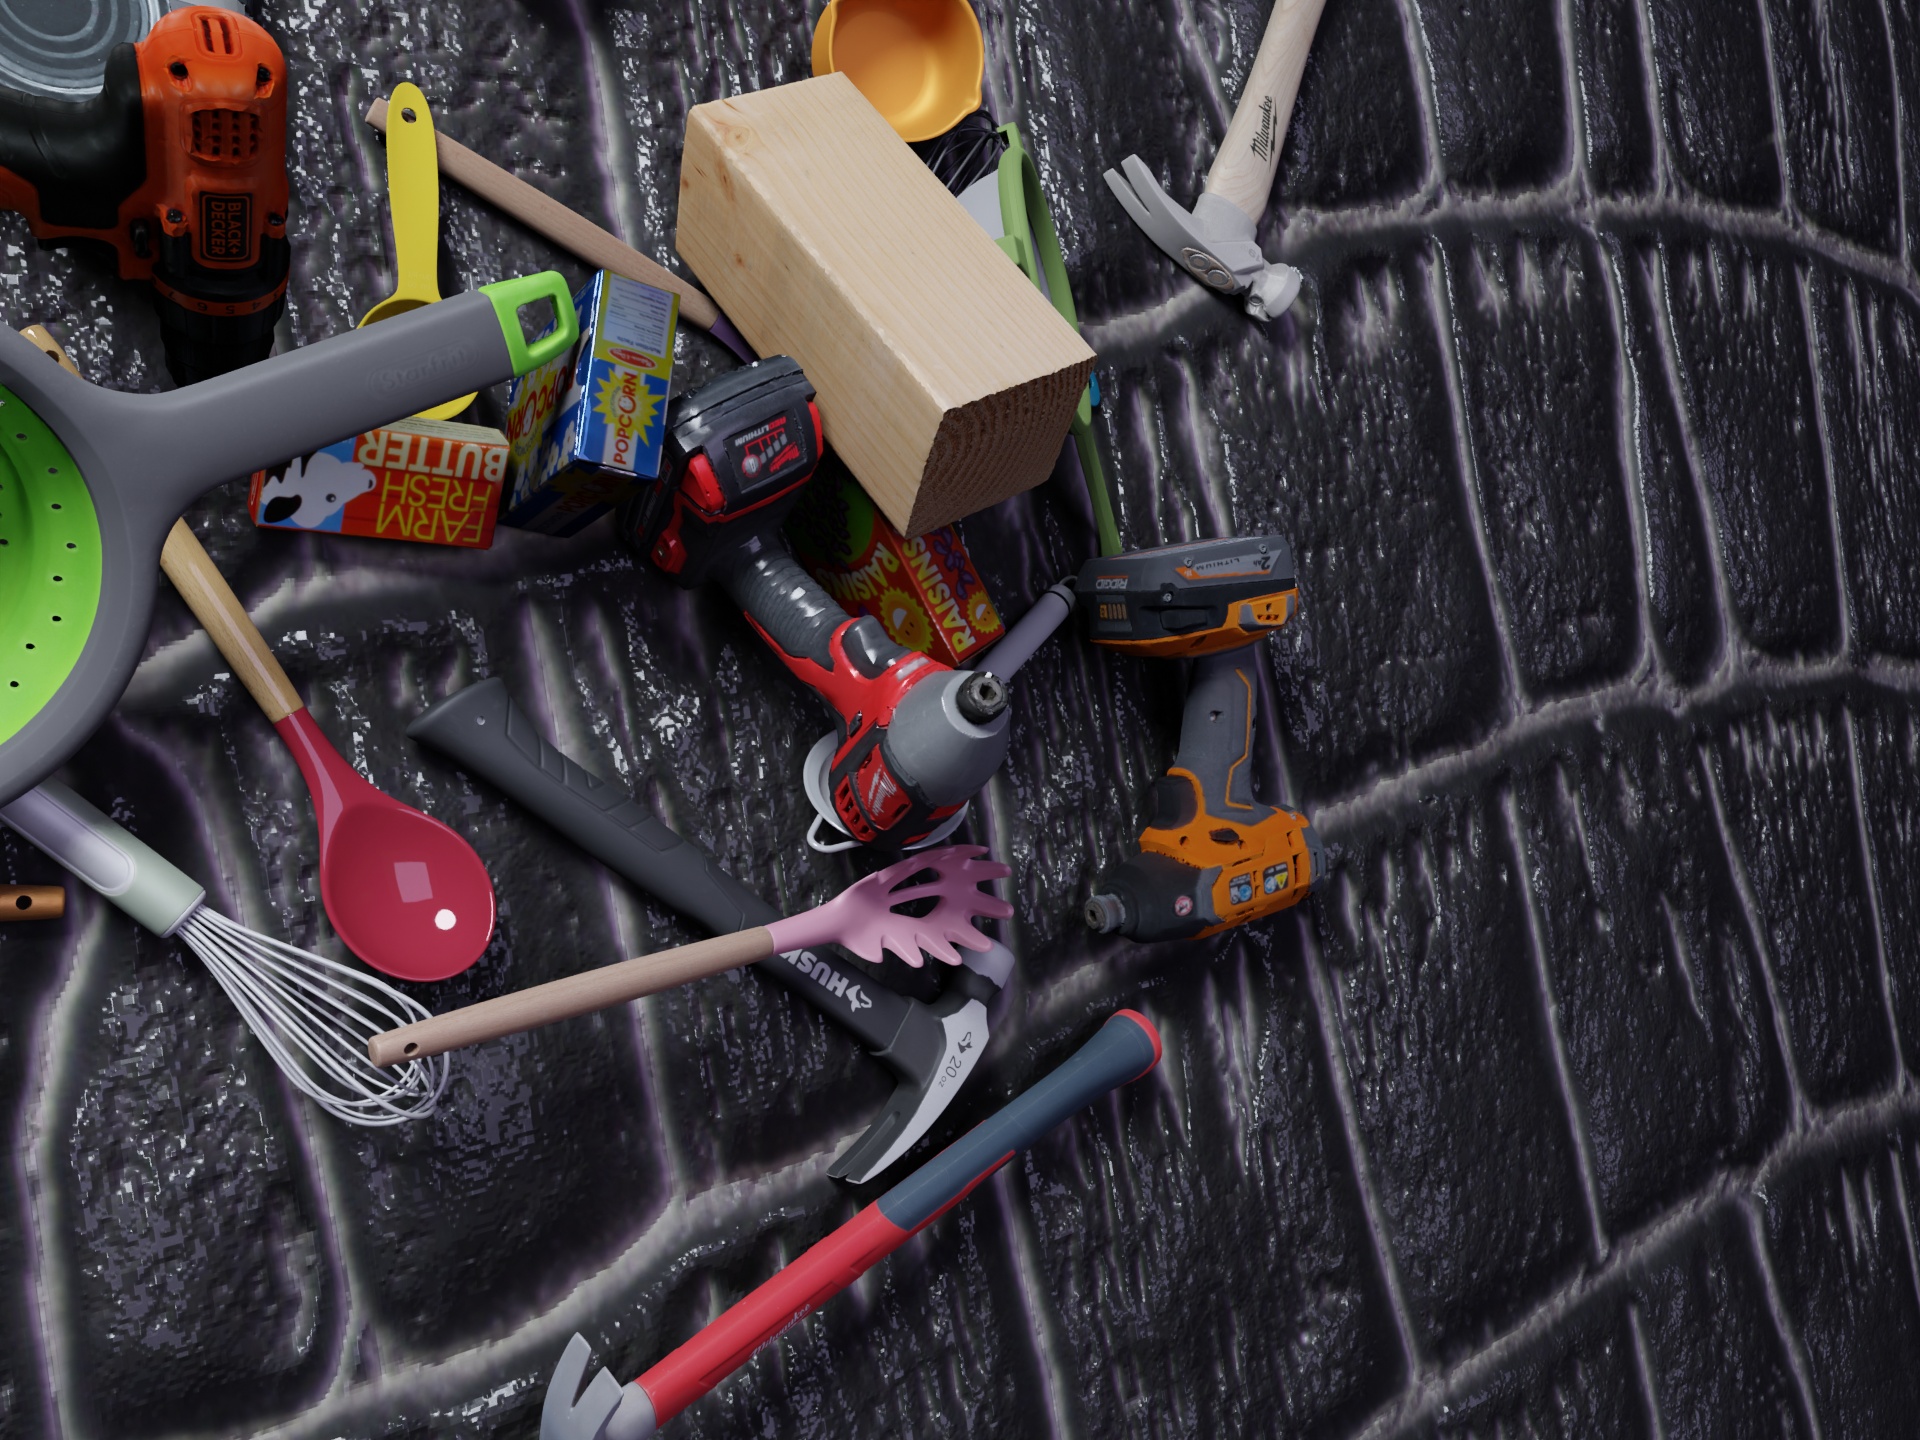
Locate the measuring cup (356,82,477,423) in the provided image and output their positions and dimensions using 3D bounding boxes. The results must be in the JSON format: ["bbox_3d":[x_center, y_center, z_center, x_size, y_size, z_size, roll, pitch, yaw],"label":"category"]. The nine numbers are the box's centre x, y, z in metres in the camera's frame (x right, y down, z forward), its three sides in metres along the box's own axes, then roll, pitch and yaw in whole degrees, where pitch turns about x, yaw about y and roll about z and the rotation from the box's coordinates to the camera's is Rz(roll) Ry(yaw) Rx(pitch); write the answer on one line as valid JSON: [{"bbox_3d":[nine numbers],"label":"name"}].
[{"bbox_3d":[-0.251,-0.209,0.723,0.062,0.029,0.156,-1,85,-33],"label":"measuring cup"}]

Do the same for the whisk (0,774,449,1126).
[{"bbox_3d":[-0.309,0.084,0.644,0.058,0.059,0.246,-46,108,1],"label":"whisk"}]

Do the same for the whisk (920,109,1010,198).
[{"bbox_3d":[-0.035,-0.247,0.857,0.055,0.055,0.239,44,62,-22],"label":"whisk"}]

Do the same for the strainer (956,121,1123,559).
[{"bbox_3d":[0.034,-0.180,0.871,0.152,0.069,0.256,-88,163,-47],"label":"strainer"}]

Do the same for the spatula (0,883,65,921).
[{"bbox_3d":[-0.482,0.062,0.531,0.322,0.041,0.081,4,82,-34],"label":"spatula"}]

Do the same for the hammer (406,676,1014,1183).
[{"bbox_3d":[-0.121,0.093,0.773,0.334,0.035,0.146,40,64,-24],"label":"hammer"}]

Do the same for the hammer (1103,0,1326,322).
[{"bbox_3d":[0.216,-0.469,1.063,0.146,0.038,0.411,31,68,-26],"label":"hammer"}]

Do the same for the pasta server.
[{"bbox_3d":[-0.108,0.109,0.728,0.316,0.040,0.060,-11,103,-37],"label":"pasta server"}]

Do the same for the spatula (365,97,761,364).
[{"bbox_3d":[-0.146,-0.218,0.802,0.315,0.018,0.060,26,66,-30],"label":"spatula"}]

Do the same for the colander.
[{"bbox_3d":[-0.335,-0.097,0.586,0.397,0.095,0.204,-29,129,-27],"label":"colander"}]

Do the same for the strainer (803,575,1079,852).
[{"bbox_3d":[-0.001,-0.003,0.861,0.087,0.050,0.258,33,55,15],"label":"strainer"}]

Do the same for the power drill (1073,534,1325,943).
[{"bbox_3d":[0.129,0.015,0.915,0.164,0.084,0.226,-13,101,-34],"label":"power drill"}]

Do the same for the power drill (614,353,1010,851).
[{"bbox_3d":[-0.061,-0.050,0.738,0.078,0.143,0.220,-33,84,-30],"label":"power drill"}]

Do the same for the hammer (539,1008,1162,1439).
[{"bbox_3d":[-0.030,0.236,0.777,0.386,0.143,0.038,-27,57,-37],"label":"hammer"}]

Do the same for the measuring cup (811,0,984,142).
[{"bbox_3d":[-0.057,-0.320,0.862,0.095,0.052,0.173,26,96,-26],"label":"measuring cup"}]

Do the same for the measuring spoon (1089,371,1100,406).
[{"bbox_3d":[0.058,-0.246,0.938,0.042,0.021,0.128,-33,102,-32],"label":"measuring spoon"}]

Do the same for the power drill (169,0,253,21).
[{"bbox_3d":[-0.388,-0.292,0.615,0.226,0.080,0.188,6,81,-36],"label":"power drill"}]

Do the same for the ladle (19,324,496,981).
[{"bbox_3d":[-0.300,-0.024,0.672,0.069,0.031,0.315,-39,104,-38],"label":"ladle"}]
